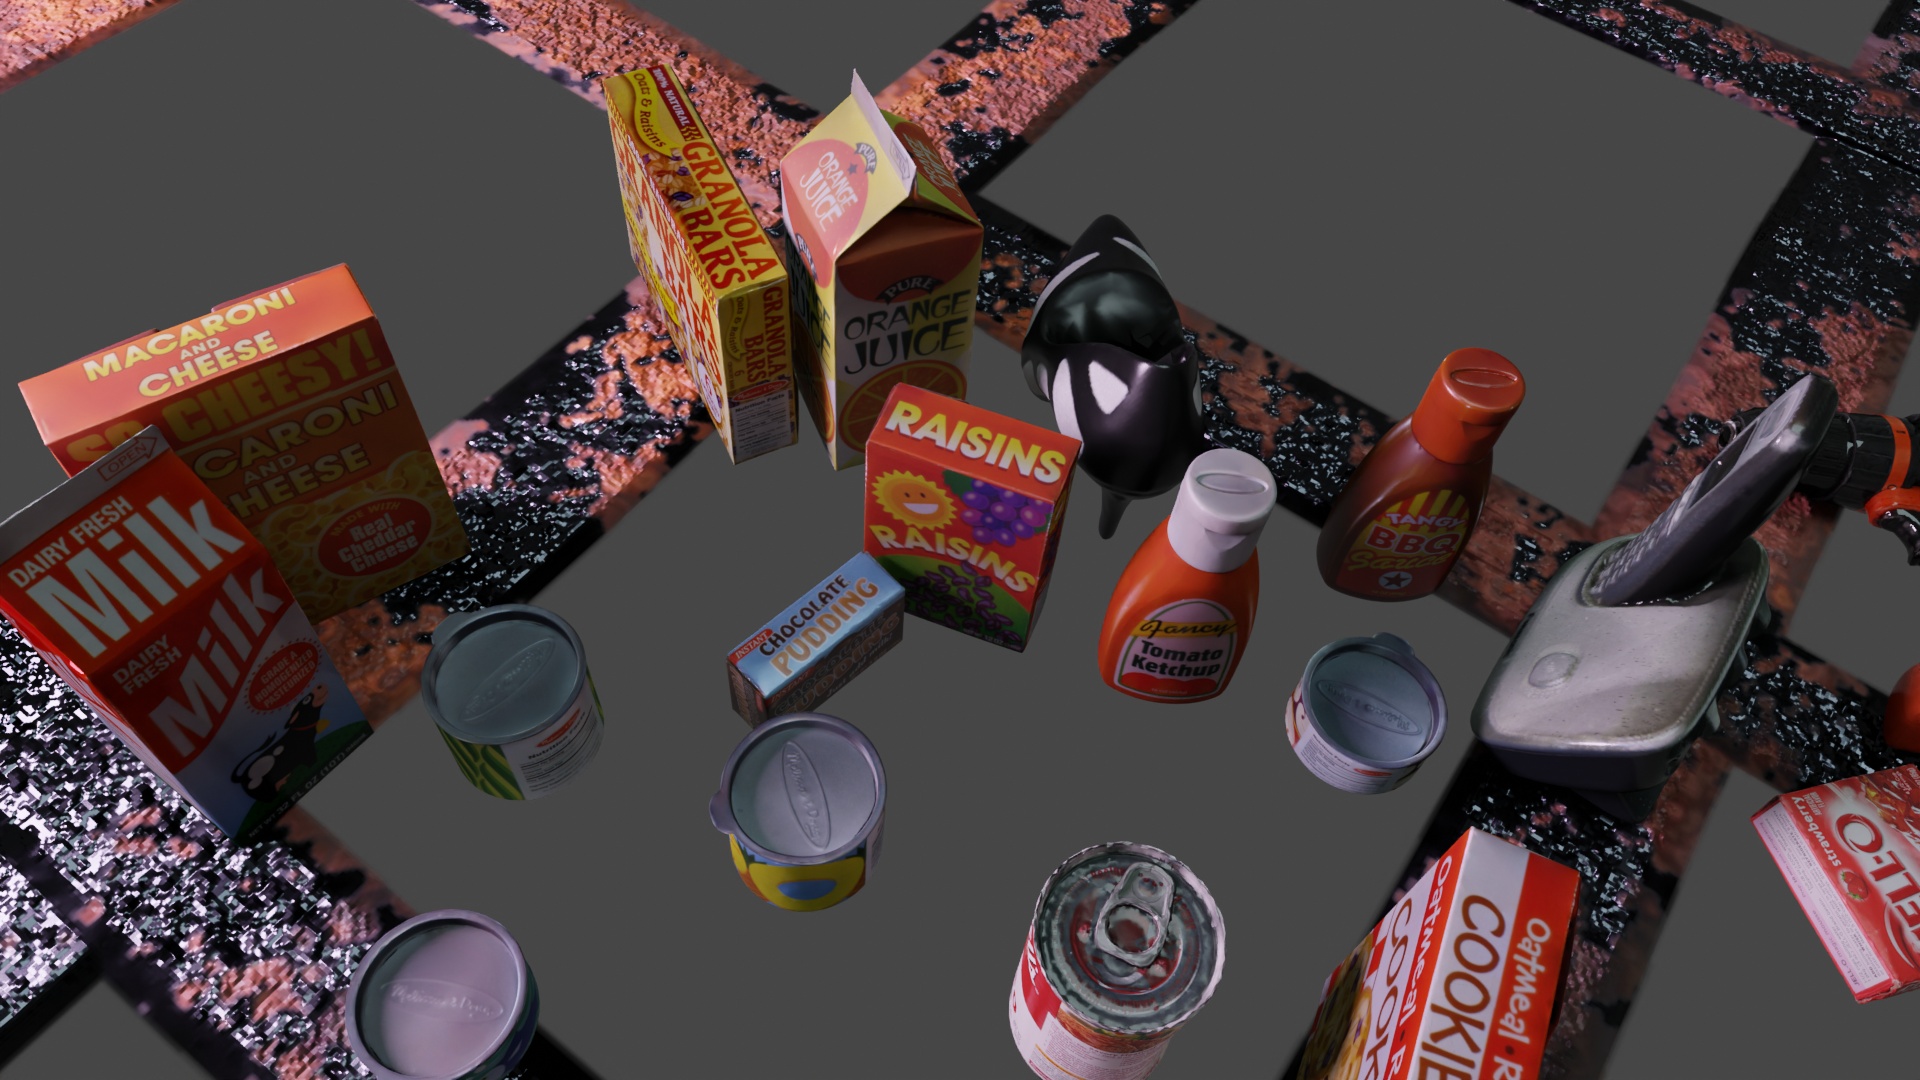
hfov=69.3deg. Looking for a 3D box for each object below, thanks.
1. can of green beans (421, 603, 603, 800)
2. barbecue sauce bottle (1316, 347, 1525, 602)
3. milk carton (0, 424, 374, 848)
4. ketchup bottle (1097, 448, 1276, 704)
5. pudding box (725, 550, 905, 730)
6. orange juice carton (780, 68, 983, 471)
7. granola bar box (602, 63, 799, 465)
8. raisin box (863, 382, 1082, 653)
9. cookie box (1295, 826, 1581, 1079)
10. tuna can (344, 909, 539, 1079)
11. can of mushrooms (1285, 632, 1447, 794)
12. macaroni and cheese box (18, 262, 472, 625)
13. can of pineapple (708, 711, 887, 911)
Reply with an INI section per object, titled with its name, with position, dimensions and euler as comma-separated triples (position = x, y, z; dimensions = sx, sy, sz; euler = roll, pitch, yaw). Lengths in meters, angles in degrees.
[can of green beans]
position = -0.190, 0.070, 0.595
dimensions = 0.071, 0.057, 0.071
euler = 2, 55, -3
[barbecue sauce bottle]
position = 0.214, -0.027, 0.641
dimensions = 0.065, 0.147, 0.044
euler = 4, 55, -2
[milk carton]
position = -0.300, 0.036, 0.529
dimensions = 0.073, 0.189, 0.073
euler = 32, 59, 17
[ketchup bottle]
position = 0.100, 0.018, 0.600
dimensions = 0.065, 0.148, 0.044
euler = 5, 55, -1
[pudding box]
position = -0.064, 0.048, 0.626
dimensions = 0.084, 0.049, 0.030
euler = -38, 66, -26
[orange juice carton]
position = -0.039, -0.124, 0.661
dimensions = 0.073, 0.191, 0.072
euler = -17, 59, -16
[granola bar box]
position = -0.130, -0.140, 0.706
dimensions = 0.039, 0.123, 0.166
euler = -20, 59, -17
[raisin box]
position = 0.002, -0.008, 0.625
dimensions = 0.086, 0.122, 0.040
euler = 19, 56, 9
[cookie box]
position = 0.151, 0.188, 0.475
dimensions = 0.040, 0.166, 0.123
euler = 22, 57, 10
[tuna can]
position = -0.198, 0.181, 0.533
dimensions = 0.071, 0.032, 0.071
euler = 2, 55, -3
[can of mushrooms]
position = 0.185, 0.078, 0.635
dimensions = 0.071, 0.033, 0.071
euler = 2, 55, -3
[macaroni and cheese box]
position = -0.291, -0.027, 0.588
dimensions = 0.124, 0.165, 0.040
euler = -28, 62, -22
[can of pineapple]
position = -0.066, 0.113, 0.576
dimensions = 0.071, 0.057, 0.071
euler = 2, 55, -3
